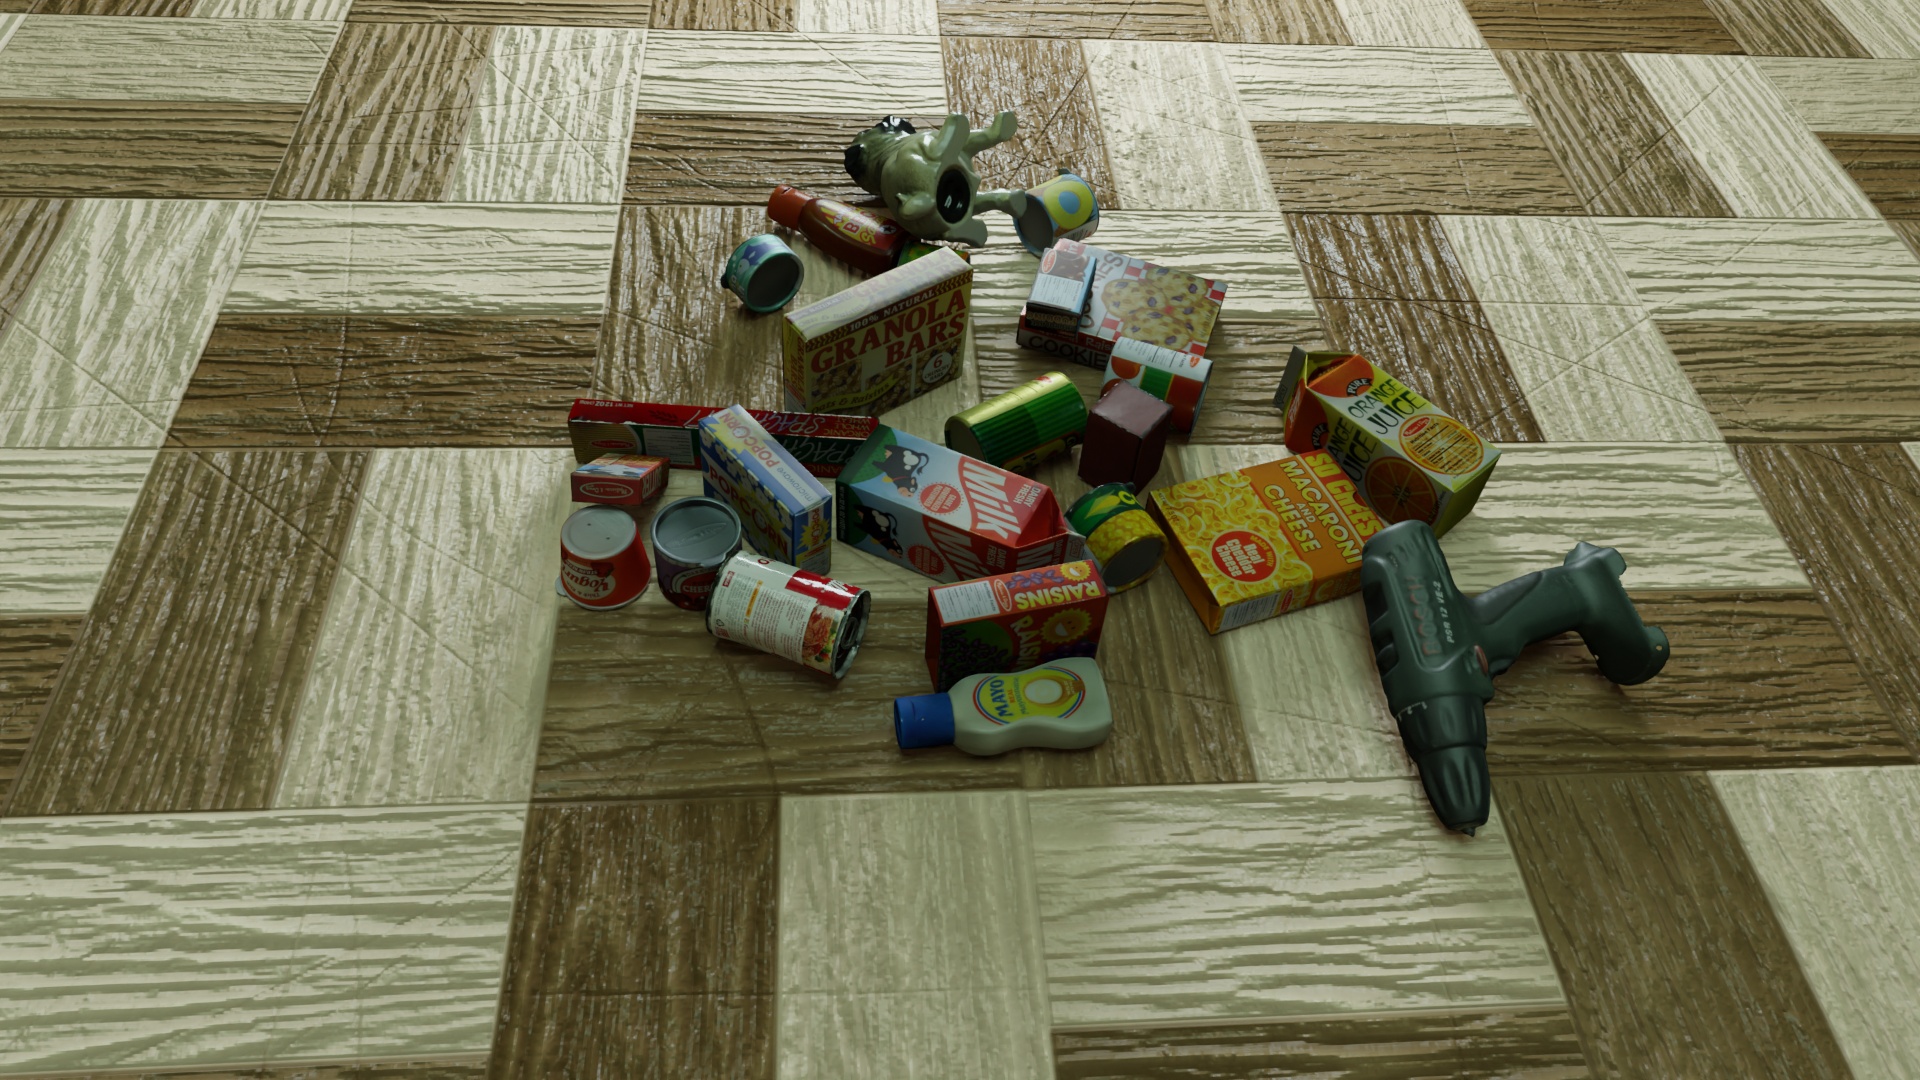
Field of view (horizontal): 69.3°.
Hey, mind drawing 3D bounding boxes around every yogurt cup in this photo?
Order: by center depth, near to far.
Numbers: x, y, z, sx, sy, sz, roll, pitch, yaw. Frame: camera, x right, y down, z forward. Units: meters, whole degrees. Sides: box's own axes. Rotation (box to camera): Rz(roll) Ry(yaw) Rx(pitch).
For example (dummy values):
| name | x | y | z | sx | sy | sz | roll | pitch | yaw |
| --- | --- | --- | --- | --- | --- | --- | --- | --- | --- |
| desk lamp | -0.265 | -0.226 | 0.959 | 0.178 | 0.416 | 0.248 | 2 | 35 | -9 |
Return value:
| name | x | y | z | sx | sy | sz | roll | pitch | yaw |
| --- | --- | --- | --- | --- | --- | --- | --- | --- | --- |
| yogurt cup | -0.268 | 0.010 | 1.040 | 0.072 | 0.053 | 0.073 | 3 | 49 | -3 |

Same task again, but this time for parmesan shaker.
| name | x | y | z | sx | sy | sz | roll | pitch | yaw |
| --- | --- | --- | --- | --- | --- | --- | --- | --- | --- |
| parmesan shaker | 0.045 | -0.091 | 1.150 | 0.103 | 0.071 | 0.071 | -26 | 56 | -24 |

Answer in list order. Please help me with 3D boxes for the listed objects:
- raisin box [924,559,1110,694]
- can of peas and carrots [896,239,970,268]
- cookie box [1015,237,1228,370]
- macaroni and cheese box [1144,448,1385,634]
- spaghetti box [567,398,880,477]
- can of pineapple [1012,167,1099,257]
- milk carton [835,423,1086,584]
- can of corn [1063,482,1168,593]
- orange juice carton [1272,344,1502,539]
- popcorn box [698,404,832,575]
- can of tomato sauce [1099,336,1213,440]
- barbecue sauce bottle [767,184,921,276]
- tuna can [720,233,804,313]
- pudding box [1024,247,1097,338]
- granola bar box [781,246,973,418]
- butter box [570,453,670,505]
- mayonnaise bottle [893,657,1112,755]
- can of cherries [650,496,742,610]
| name | x | y | z | sx | sy | sz | roll | pitch | yaw |
| --- | --- | --- | --- | --- | --- | --- | --- | --- | --- |
| raisin box | 0.039 | 0.063 | 1.000 | 0.123 | 0.085 | 0.040 | -10 | 49 | -13 |
| can of peas and carrots | -0.026 | -0.234 | 1.267 | 0.059 | 0.070 | 0.071 | 13 | 49 | 5 |
| cookie box | 0.148 | -0.207 | 1.275 | 0.167 | 0.040 | 0.123 | 18 | 50 | 9 |
| macaroni and cheese box | 0.248 | -0.003 | 1.105 | 0.167 | 0.040 | 0.124 | -14 | 53 | -16 |
| spaghetti box | -0.188 | -0.082 | 1.129 | 0.250 | 0.049 | 0.029 | 3 | 50 | -2 |
| can of pineapple | 0.091 | -0.317 | 1.346 | 0.058 | 0.070 | 0.071 | -30 | 58 | -27 |
| milk carton | 0.004 | -0.013 | 1.072 | 0.191 | 0.072 | 0.074 | 22 | 51 | 13 |
| can of corn | 0.121 | -0.003 | 1.075 | 0.071 | 0.070 | 0.058 | -20 | 55 | -21 |
| orange juice carton | 0.345 | -0.088 | 1.167 | 0.073 | 0.071 | 0.193 | -32 | 59 | -28 |
| popcorn box | -0.150 | -0.034 | 1.068 | 0.038 | 0.084 | 0.127 | -30 | 57 | -28 |
| can of tomato sauce | 0.167 | -0.131 | 1.195 | 0.083 | 0.070 | 0.071 | 17 | 50 | 10 |
| barbecue sauce bottle | -0.114 | -0.297 | 1.327 | 0.149 | 0.043 | 0.065 | 26 | 46 | 17 |
| tuna can | -0.179 | -0.240 | 1.257 | 0.071 | 0.070 | 0.033 | -28 | 58 | -26 |
| pudding box | 0.089 | -0.221 | 1.233 | 0.050 | 0.030 | 0.084 | 13 | 50 | 7 |
| granola bar box | -0.070 | -0.162 | 1.160 | 0.166 | 0.123 | 0.039 | -28 | 58 | -26 |
| butter box | -0.261 | -0.048 | 1.074 | 0.053 | 0.024 | 0.104 | 4 | 11 | 0 |
| mayonnaise bottle | 0.029 | 0.121 | 0.978 | 0.148 | 0.041 | 0.065 | -6 | 52 | -11 |
| can of cherries | -0.196 | 0.012 | 1.042 | 0.071 | 0.058 | 0.072 | 3 | 48 | -3 |
